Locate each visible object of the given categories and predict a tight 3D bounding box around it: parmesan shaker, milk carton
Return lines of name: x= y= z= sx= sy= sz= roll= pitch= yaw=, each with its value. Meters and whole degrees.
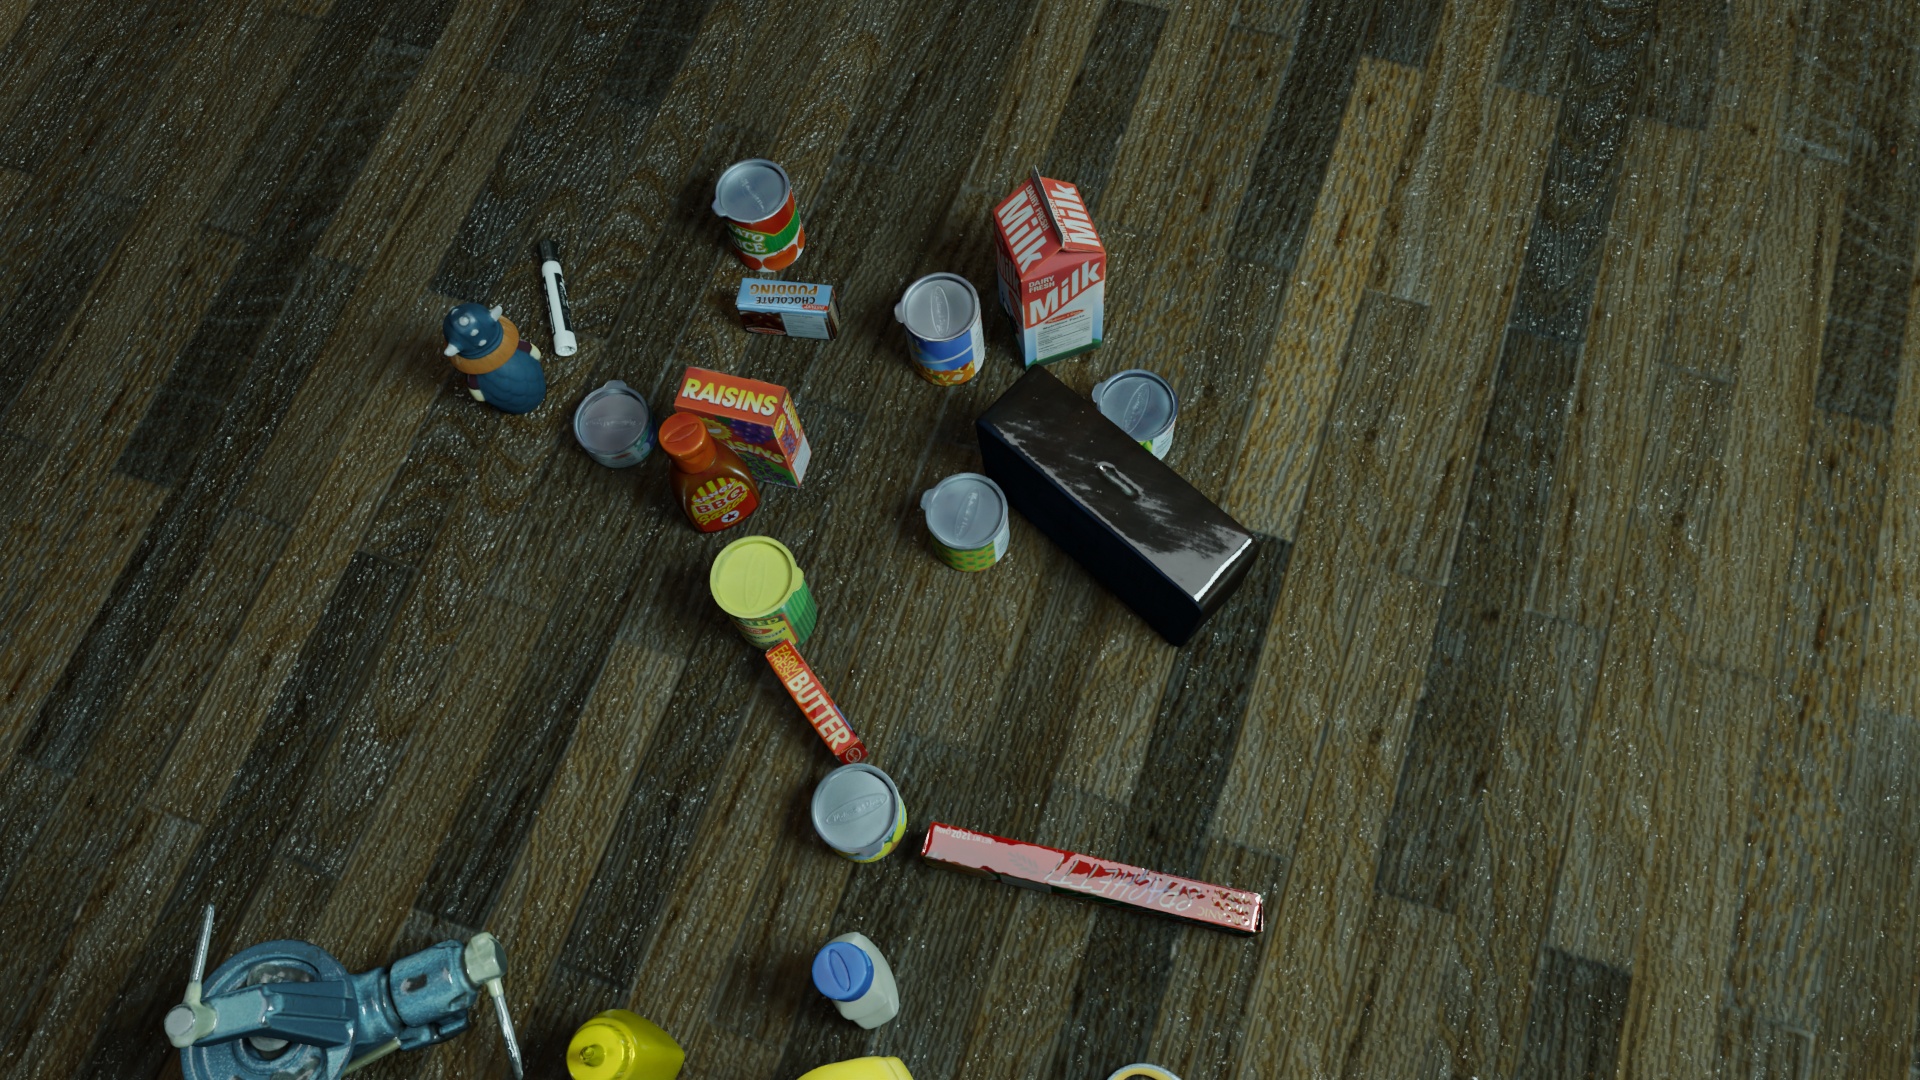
parmesan shaker: x=-0.150 y=0.046 z=1.094 sx=0.071 sy=0.102 sz=0.071 roll=-1 pitch=69 yaw=4
milk carton: x=0.073 y=-0.223 z=1.138 sx=0.073 sy=0.190 sz=0.072 roll=-19 pitch=69 yaw=-3

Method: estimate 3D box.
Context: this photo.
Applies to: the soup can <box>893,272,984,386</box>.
soup can: x=-0.017 y=-0.178 z=1.184 sx=0.071 sy=0.083 sz=0.071 roll=-1 pitch=69 yaw=4

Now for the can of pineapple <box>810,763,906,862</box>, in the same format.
can of pineapple: x=-0.076 y=0.208 z=1.048 sx=0.071 sy=0.057 sz=0.071 roll=-1 pitch=69 yaw=3

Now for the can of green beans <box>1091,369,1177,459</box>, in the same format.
can of green beans: x=0.145 y=-0.100 z=1.156 sx=0.071 sy=0.057 sz=0.071 roll=-1 pitch=69 yaw=3

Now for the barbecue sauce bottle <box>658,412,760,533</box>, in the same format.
barbecue sauce bottle: x=-0.205 y=-0.055 z=1.113 sx=0.065 sy=0.148 sz=0.044 roll=-28 pitch=70 yaw=-7

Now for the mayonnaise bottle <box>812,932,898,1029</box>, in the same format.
mayonnaise bottle: x=-0.074 y=0.303 z=0.962 sx=0.041 sy=0.147 sz=0.065 roll=-25 pitch=69 yaw=-6

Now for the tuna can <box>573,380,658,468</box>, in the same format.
tuna can: x=-0.297 y=-0.100 z=1.199 sx=0.071 sy=0.032 sz=0.071 roll=-1 pitch=68 yaw=3

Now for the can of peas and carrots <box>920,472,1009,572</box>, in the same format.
can of peas and carrots: x=0.004 y=-0.014 z=1.131 sx=0.071 sy=0.058 sz=0.071 roll=-1 pitch=69 yaw=3

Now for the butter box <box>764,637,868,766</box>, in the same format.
butter box: x=-0.113 y=0.128 z=1.085 sx=0.024 sy=0.053 sz=0.104 roll=-35 pitch=70 yaw=-9

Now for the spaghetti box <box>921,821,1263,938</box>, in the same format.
spaghetti box: x=0.097 y=0.251 z=1.024 sx=0.250 sy=0.050 sz=0.029 roll=11 pitch=70 yaw=8

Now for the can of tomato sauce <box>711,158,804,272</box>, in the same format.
can of tomato sauce: x=-0.179 y=-0.287 z=1.239 sx=0.071 sy=0.082 sz=0.071 roll=-1 pitch=69 yaw=4

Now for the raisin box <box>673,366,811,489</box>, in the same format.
raisin box: x=-0.176 y=-0.091 z=1.139 sx=0.086 sy=0.123 sz=0.040 roll=13 pitch=70 yaw=9

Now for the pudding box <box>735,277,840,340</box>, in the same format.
pudding box: x=-0.151 y=-0.203 z=1.221 sx=0.084 sy=0.049 sz=0.030 roll=6 pitch=69 yaw=6

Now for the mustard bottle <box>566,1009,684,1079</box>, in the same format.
mustard bottle: x=-0.235 y=0.351 z=0.947 sx=0.065 sy=0.159 sz=0.049 roll=30 pitch=74 yaw=14
